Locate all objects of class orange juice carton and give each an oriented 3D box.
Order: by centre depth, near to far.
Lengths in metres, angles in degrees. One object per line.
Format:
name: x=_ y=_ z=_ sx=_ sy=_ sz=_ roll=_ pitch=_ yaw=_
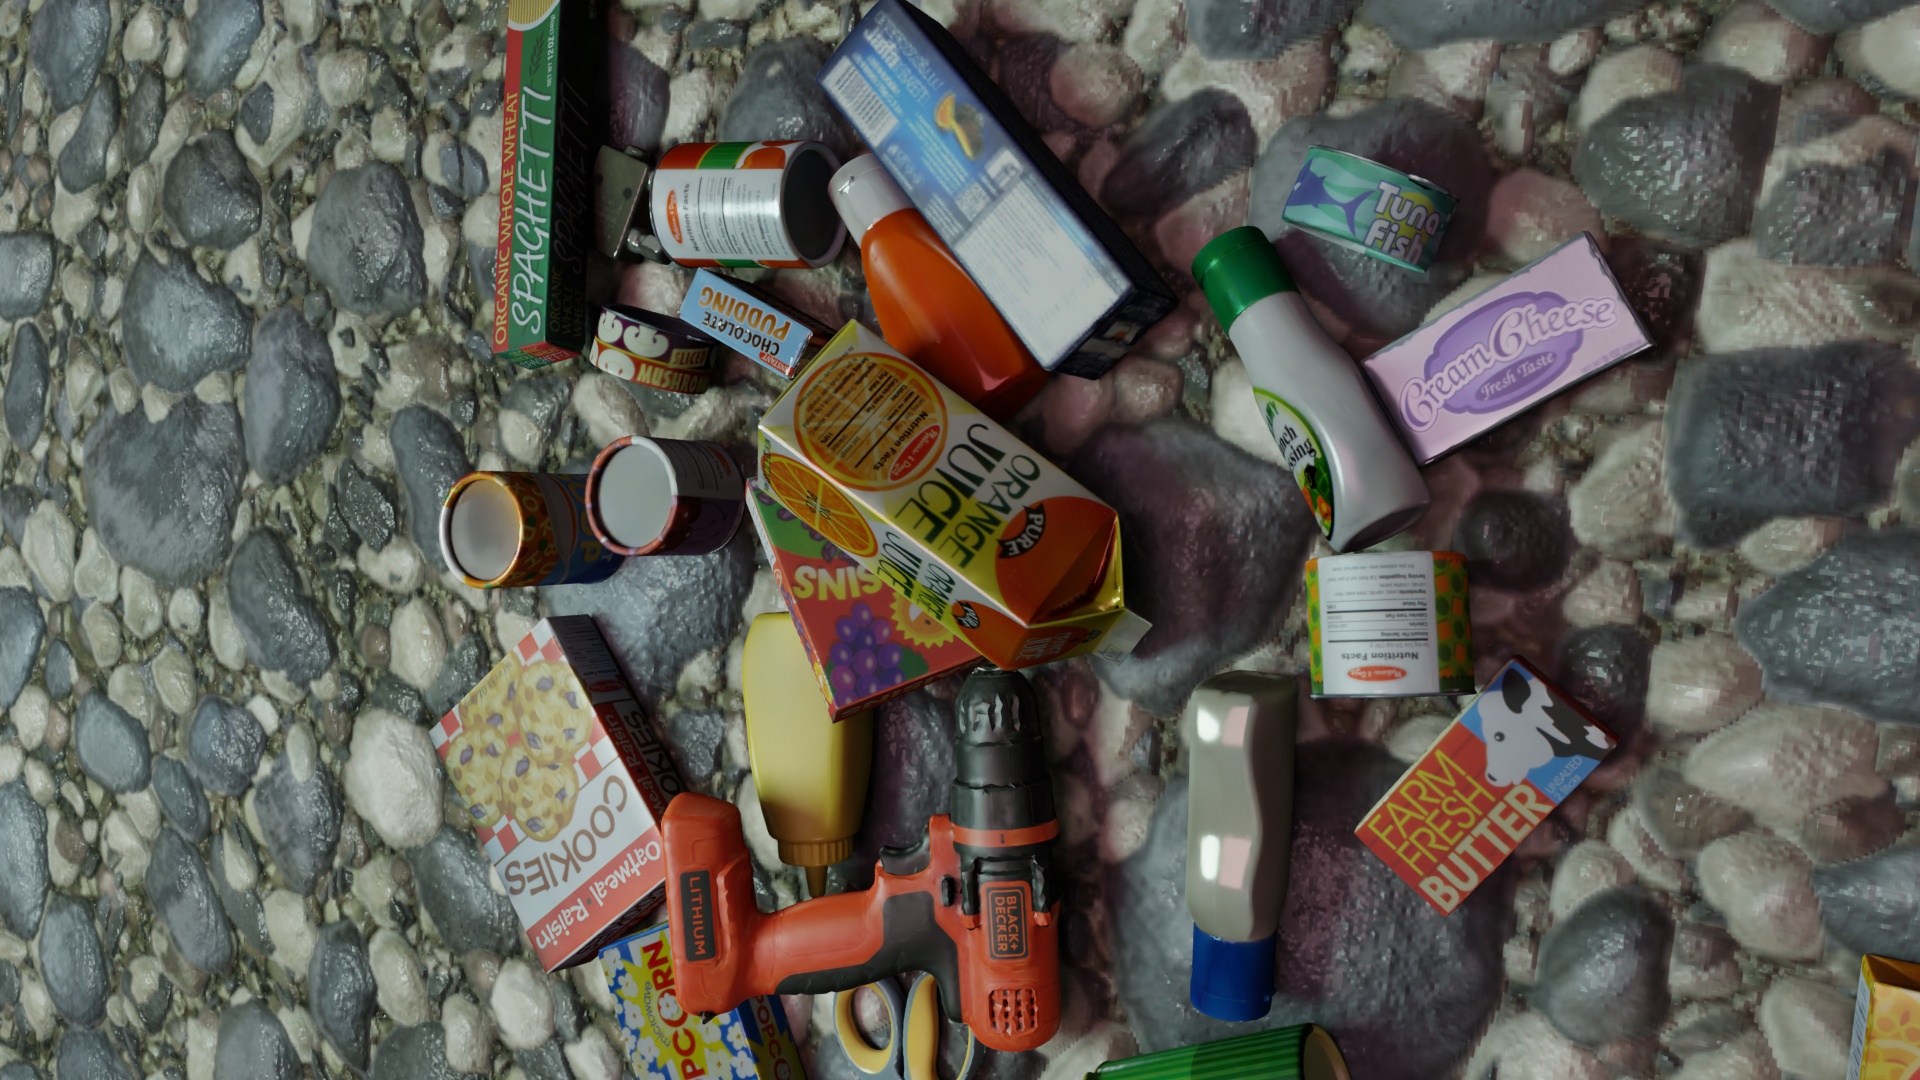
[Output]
orange juice carton: x=0.002 y=-0.008 z=0.639 sx=0.193 sy=0.071 sz=0.073 roll=36 pitch=69 yaw=6

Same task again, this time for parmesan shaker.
parmesan shaker: x=0.115 y=0.254 z=0.612 sx=0.103 sy=0.071 sz=0.071 roll=-23 pitch=80 yaw=27

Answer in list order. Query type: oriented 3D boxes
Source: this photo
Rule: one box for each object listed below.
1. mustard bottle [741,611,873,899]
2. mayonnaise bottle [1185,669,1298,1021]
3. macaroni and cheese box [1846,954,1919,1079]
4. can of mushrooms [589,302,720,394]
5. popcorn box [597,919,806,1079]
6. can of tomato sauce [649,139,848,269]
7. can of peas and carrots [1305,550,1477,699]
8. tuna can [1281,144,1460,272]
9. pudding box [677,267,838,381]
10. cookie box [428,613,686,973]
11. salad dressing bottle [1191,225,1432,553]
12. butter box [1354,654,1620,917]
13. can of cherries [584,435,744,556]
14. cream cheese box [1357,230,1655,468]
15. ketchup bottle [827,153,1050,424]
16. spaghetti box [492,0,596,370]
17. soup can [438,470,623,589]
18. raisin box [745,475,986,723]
mustard bottle: x=-0.078 y=0.116 z=0.725 sx=0.065 sy=0.049 sz=0.160 roll=-1 pitch=91 yaw=23
mayonnaise bottle: x=0.123 y=0.135 z=0.614 sx=0.041 sy=0.065 sz=0.148 roll=6 pitch=97 yaw=31
macaroni and cheese box: x=0.380 y=0.246 z=0.489 sx=0.124 sy=0.040 sz=0.166 roll=7 pitch=93 yaw=29
can of mushrooms: x=-0.165 y=-0.104 z=0.759 sx=0.071 sy=0.071 sz=0.033 roll=23 pitch=102 yaw=26
popcorn box: x=-0.141 y=0.270 z=0.767 sx=0.085 sy=0.038 sz=0.127 roll=-26 pitch=78 yaw=25
can of tomato sauce: x=-0.109 y=-0.177 z=0.731 sx=0.083 sy=0.071 sz=0.071 roll=6 pitch=94 yaw=27
can of peas and carrots: x=0.179 y=0.036 z=0.579 sx=0.071 sy=0.071 sz=0.059 roll=-4 pitch=84 yaw=28
tuna can: x=0.172 y=-0.138 z=0.579 sx=0.071 sy=0.071 sz=0.032 roll=27 pitch=105 yaw=25
pudding box: x=-0.102 y=-0.112 z=0.735 sx=0.084 sy=0.050 sz=0.030 roll=31 pitch=104 yaw=24
cookie box: x=-0.228 y=0.147 z=0.811 sx=0.122 sy=0.040 sz=0.168 roll=-41 pitch=72 yaw=22
salad dressing bottle: x=0.148 y=-0.068 z=0.600 sx=0.044 sy=0.064 sz=0.148 roll=-24 pitch=69 yaw=-1
butter box: x=0.219 y=0.103 z=0.582 sx=0.053 sy=0.024 sz=0.103 roll=43 pitch=109 yaw=21
can of cherries: x=-0.164 y=-0.022 z=0.764 sx=0.071 sy=0.058 sz=0.071 roll=0 pitch=91 yaw=28
cream cheese box: x=0.225 y=-0.077 z=0.577 sx=0.103 sy=0.024 sz=0.053 roll=-31 pitch=76 yaw=25
ketchup bottle: x=-0.017 y=-0.125 z=0.693 sx=0.064 sy=0.043 sz=0.149 roll=-38 pitch=73 yaw=27
spaghetti box: x=-0.237 y=-0.225 z=0.798 sx=0.050 sy=0.029 sz=0.250 roll=-6 pitch=80 yaw=35
soup can: x=-0.240 y=-0.007 z=0.790 sx=0.071 sy=0.084 sz=0.071 roll=0 pitch=91 yaw=28
raisin box: x=-0.046 y=0.016 z=0.689 sx=0.086 sy=0.040 sz=0.123 roll=-20 pitch=78 yaw=-14
